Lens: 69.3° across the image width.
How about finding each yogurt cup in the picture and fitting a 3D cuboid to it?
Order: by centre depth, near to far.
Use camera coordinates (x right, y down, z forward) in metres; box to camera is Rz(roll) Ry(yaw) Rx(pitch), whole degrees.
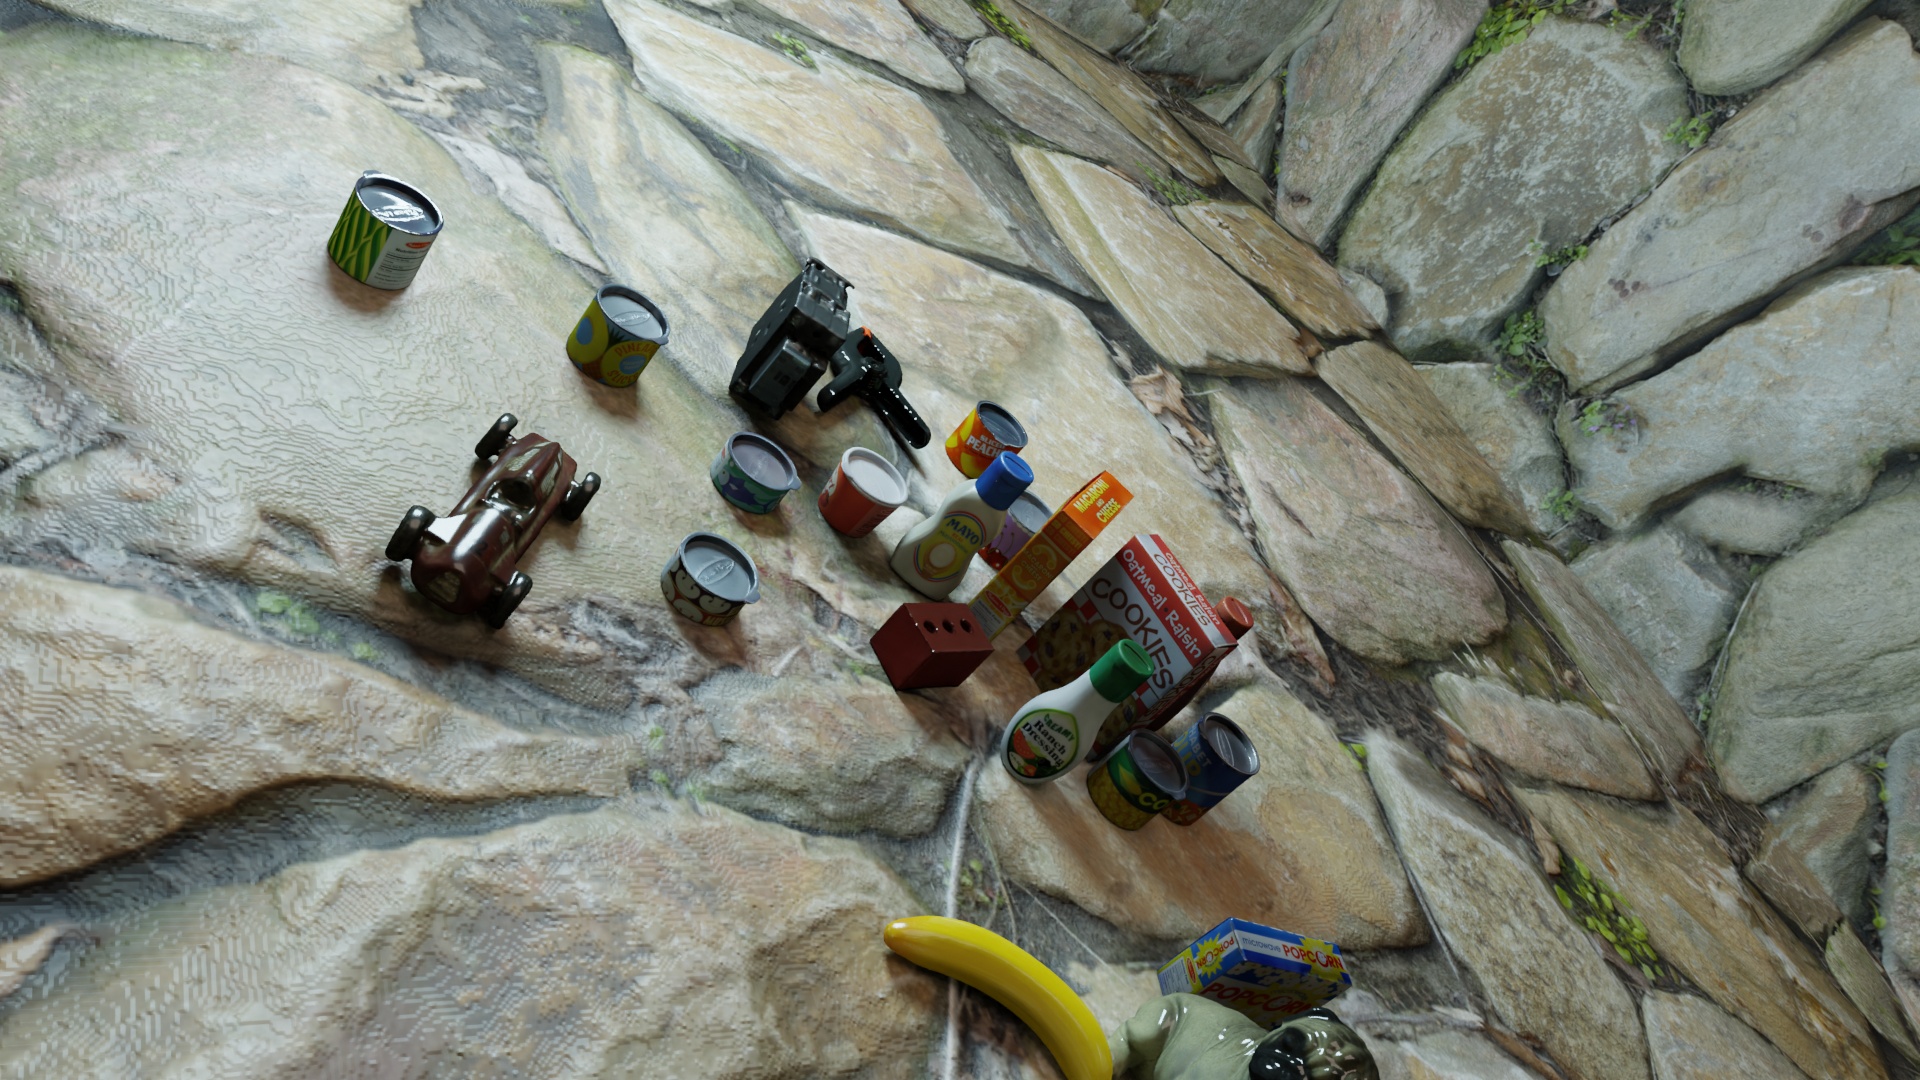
[{"bbox_3d":[-0.088,-0.040,1.215,0.072,0.053,0.073,30,31,-21],"label":"yogurt cup"}]

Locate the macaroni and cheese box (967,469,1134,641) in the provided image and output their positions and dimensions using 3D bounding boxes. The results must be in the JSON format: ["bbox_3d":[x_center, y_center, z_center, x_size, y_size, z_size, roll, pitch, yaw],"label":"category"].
[{"bbox_3d":[0.068,0.020,1.209,0.040,0.165,0.124,45,29,3],"label":"macaroni and cheese box"}]

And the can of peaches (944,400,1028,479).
[{"bbox_3d":[0.026,-0.100,1.427,0.071,0.057,0.071,30,31,-21],"label":"can of peaches"}]

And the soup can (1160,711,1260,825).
[{"bbox_3d":[0.209,0.201,1.224,0.071,0.083,0.072,30,31,-21],"label":"soup can"}]

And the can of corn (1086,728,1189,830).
[{"bbox_3d":[0.151,0.205,1.175,0.071,0.058,0.071,30,31,-21],"label":"can of corn"}]

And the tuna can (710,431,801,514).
[{"bbox_3d":[-0.170,-0.055,1.157,0.071,0.032,0.071,30,31,-21],"label":"tuna can"}]

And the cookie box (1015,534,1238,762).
[{"bbox_3d":[0.141,0.093,1.200,0.040,0.166,0.123,0,50,-51],"label":"cookie box"}]

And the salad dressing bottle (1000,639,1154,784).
[{"bbox_3d":[0.092,0.136,1.105,0.064,0.147,0.044,46,29,7],"label":"salad dressing bottle"}]

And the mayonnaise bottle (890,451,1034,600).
[{"bbox_3d":[0.004,-0.015,1.197,0.065,0.147,0.041,37,29,-9],"label":"mayonnaise bottle"}]

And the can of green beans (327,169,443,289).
[{"bbox_3d":[-0.434,-0.232,1.048,0.071,0.057,0.071,30,31,-21],"label":"can of green beans"}]

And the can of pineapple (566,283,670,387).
[{"bbox_3d":[-0.282,-0.167,1.146,0.071,0.057,0.071,30,31,-21],"label":"can of pineapple"}]

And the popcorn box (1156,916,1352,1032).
[{"bbox_3d":[0.225,0.335,1.065,0.126,0.085,0.038,22,35,-32],"label":"popcorn box"}]

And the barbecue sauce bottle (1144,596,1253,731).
[{"bbox_3d":[0.206,0.110,1.274,0.044,0.148,0.065,14,40,-41],"label":"barbecue sauce bottle"}]

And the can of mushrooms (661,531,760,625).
[{"bbox_3d":[-0.184,0.030,1.028,0.071,0.033,0.071,30,31,-21],"label":"can of mushrooms"}]

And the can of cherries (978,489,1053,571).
[{"bbox_3d":[0.054,-0.007,1.338,0.071,0.058,0.072,30,31,-21],"label":"can of cherries"}]
